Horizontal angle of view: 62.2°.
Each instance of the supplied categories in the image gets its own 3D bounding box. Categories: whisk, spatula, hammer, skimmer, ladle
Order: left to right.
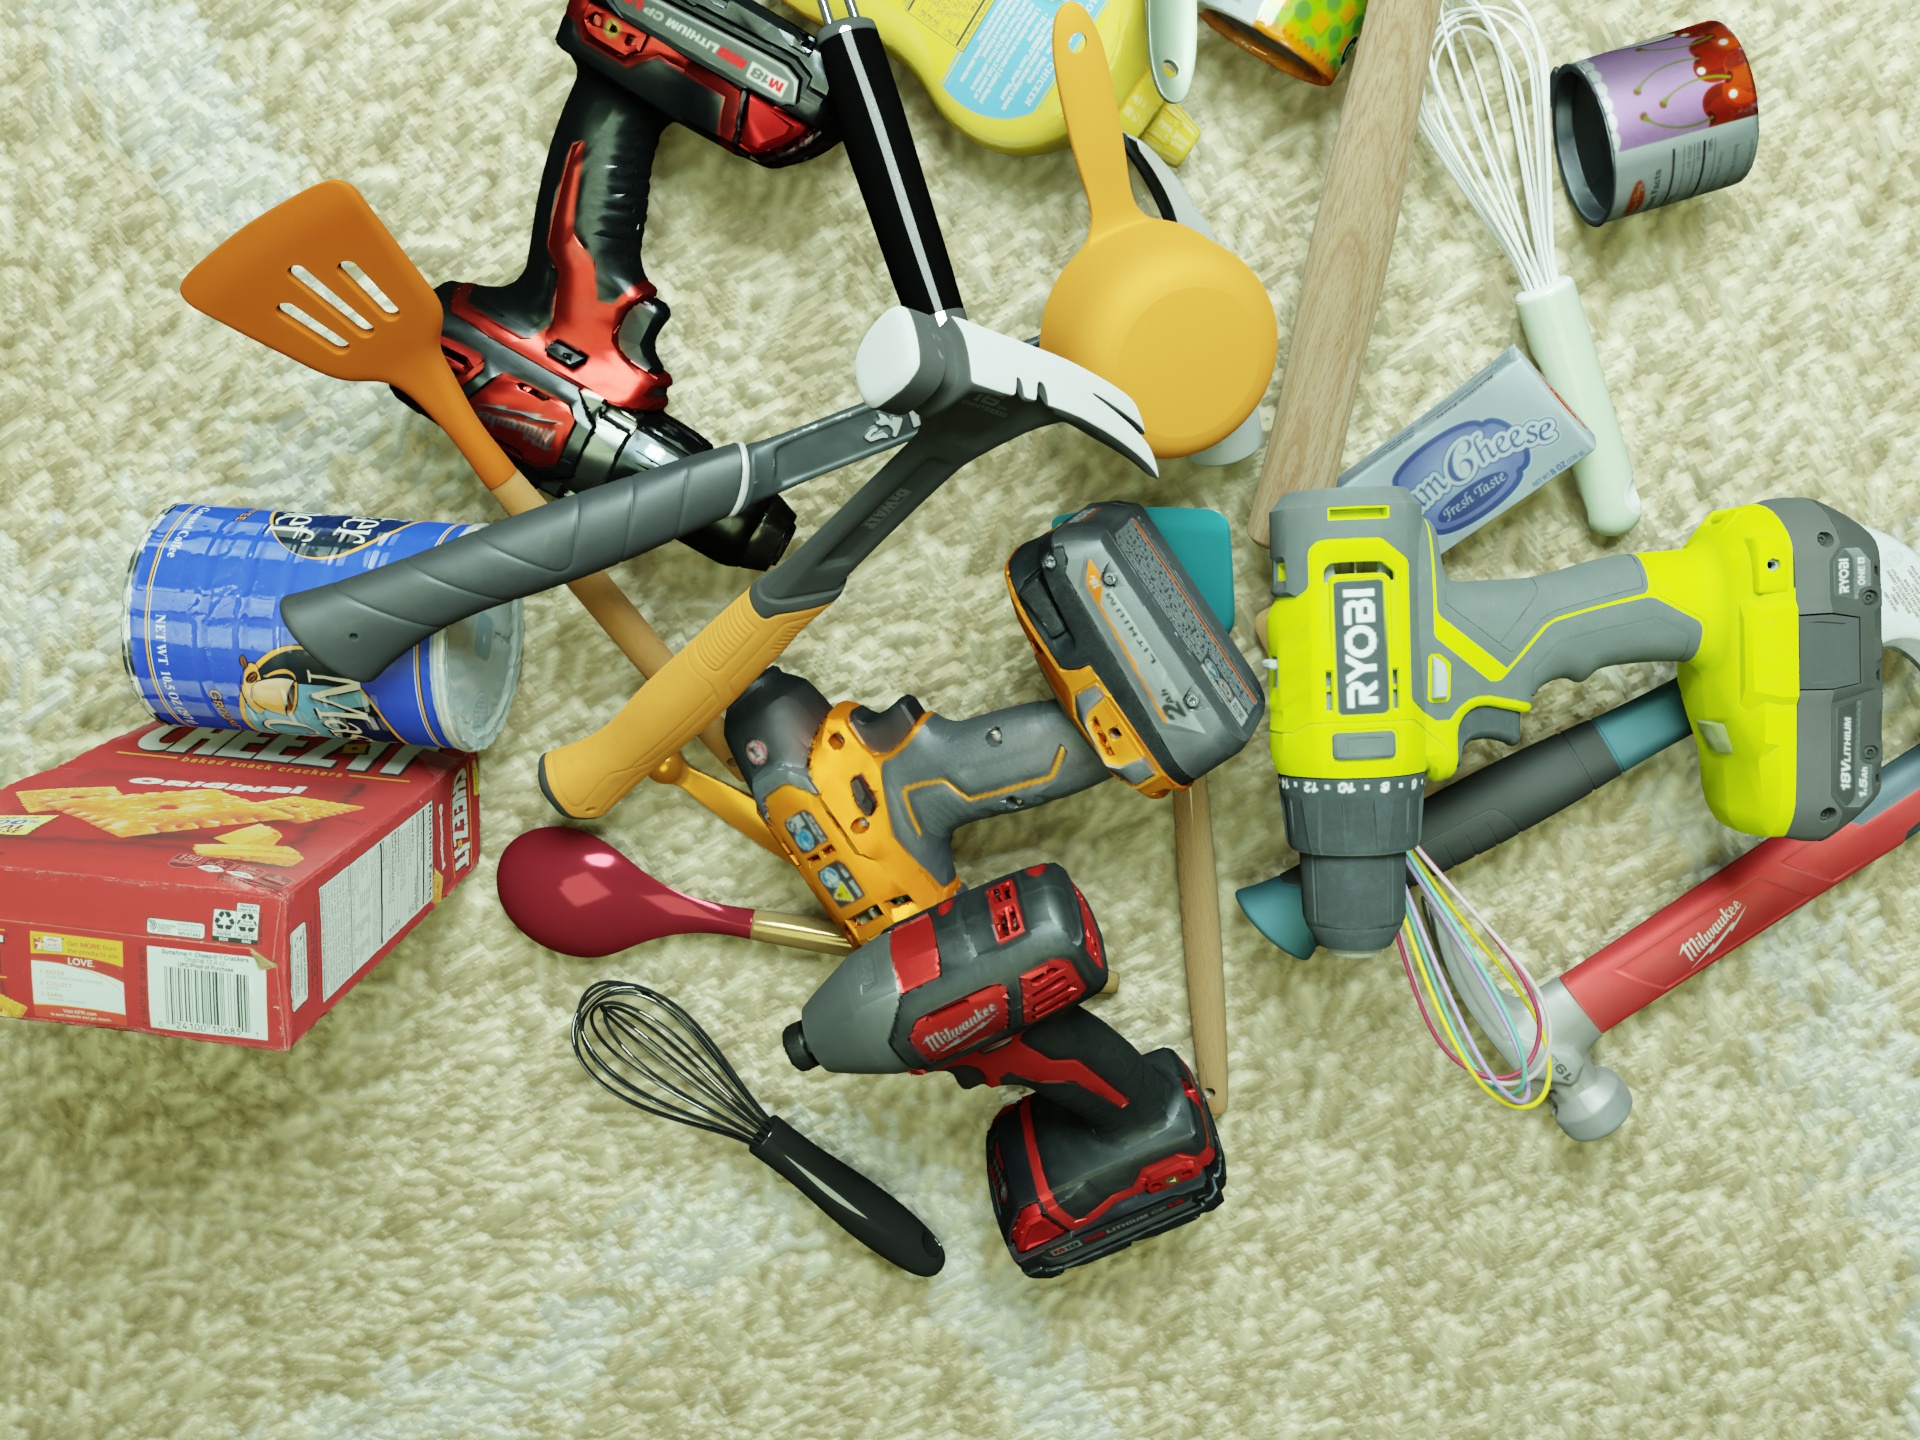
[{"bbox_3d":[-0.182,-0.080,0.680,0.081,0.041,0.322,-28,122,12],"label":"spatula"},{"bbox_3d":[-0.099,0.213,0.809,0.239,0.055,0.055,40,104,-12],"label":"whisk"},{"bbox_3d":[-0.074,-0.109,0.648,0.409,0.036,0.149,-22,123,-5],"label":"hammer"},{"bbox_3d":[-0.073,-0.041,0.651,0.127,0.034,0.337,10,146,-40],"label":"hammer"},{"bbox_3d":[-0.058,-0.314,0.563,0.127,0.090,0.363,-18,92,-9],"label":"skimmer"},{"bbox_3d":[-0.077,0.106,0.787,0.315,0.031,0.069,9,110,-1],"label":"ladle"},{"bbox_3d":[0.104,0.051,0.750,0.082,0.044,0.317,2,110,28],"label":"spatula"},{"bbox_3d":[0.163,-0.221,0.620,0.130,0.031,0.331,3,119,-7],"label":"hammer"},{"bbox_3d":[0.195,0.057,0.708,0.047,0.051,0.245,-24,77,-6],"label":"whisk"},{"bbox_3d":[0.244,-0.190,0.675,0.059,0.058,0.246,-10,112,42],"label":"whisk"},{"bbox_3d":[0.280,0.020,0.719,0.331,0.033,0.128,-30,83,13],"label":"hammer"},{"bbox_3d":[0.405,0.037,0.732,0.386,0.038,0.143,-38,99,13],"label":"hammer"}]

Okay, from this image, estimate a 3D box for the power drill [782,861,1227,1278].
[{"bbox_3d":[0.025,0.162,0.722,0.143,0.079,0.219,-26,131,10],"label":"power drill"}]

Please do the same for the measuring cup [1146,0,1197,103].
[{"bbox_3d":[0.072,-0.307,0.615,0.083,0.038,0.168,5,78,-24],"label":"measuring cup"}]

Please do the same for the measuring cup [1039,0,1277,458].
[{"bbox_3d":[0.068,-0.179,0.601,0.095,0.052,0.173,-23,125,-4],"label":"measuring cup"}]

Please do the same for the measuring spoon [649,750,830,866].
[{"bbox_3d":[-0.103,0.048,0.778,0.117,0.011,0.021,32,105,-6],"label":"measuring spoon"}]

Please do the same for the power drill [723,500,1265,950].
[{"bbox_3d":[-0.001,-0.002,0.702,0.226,0.084,0.164,-32,95,28],"label":"power drill"}]

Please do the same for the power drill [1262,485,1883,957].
[{"bbox_3d":[0.239,-0.002,0.649,0.228,0.080,0.190,-3,94,3],"label":"power drill"}]

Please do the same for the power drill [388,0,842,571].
[{"bbox_3d":[-0.120,-0.188,0.679,0.188,0.080,0.226,29,108,-5],"label":"power drill"}]
